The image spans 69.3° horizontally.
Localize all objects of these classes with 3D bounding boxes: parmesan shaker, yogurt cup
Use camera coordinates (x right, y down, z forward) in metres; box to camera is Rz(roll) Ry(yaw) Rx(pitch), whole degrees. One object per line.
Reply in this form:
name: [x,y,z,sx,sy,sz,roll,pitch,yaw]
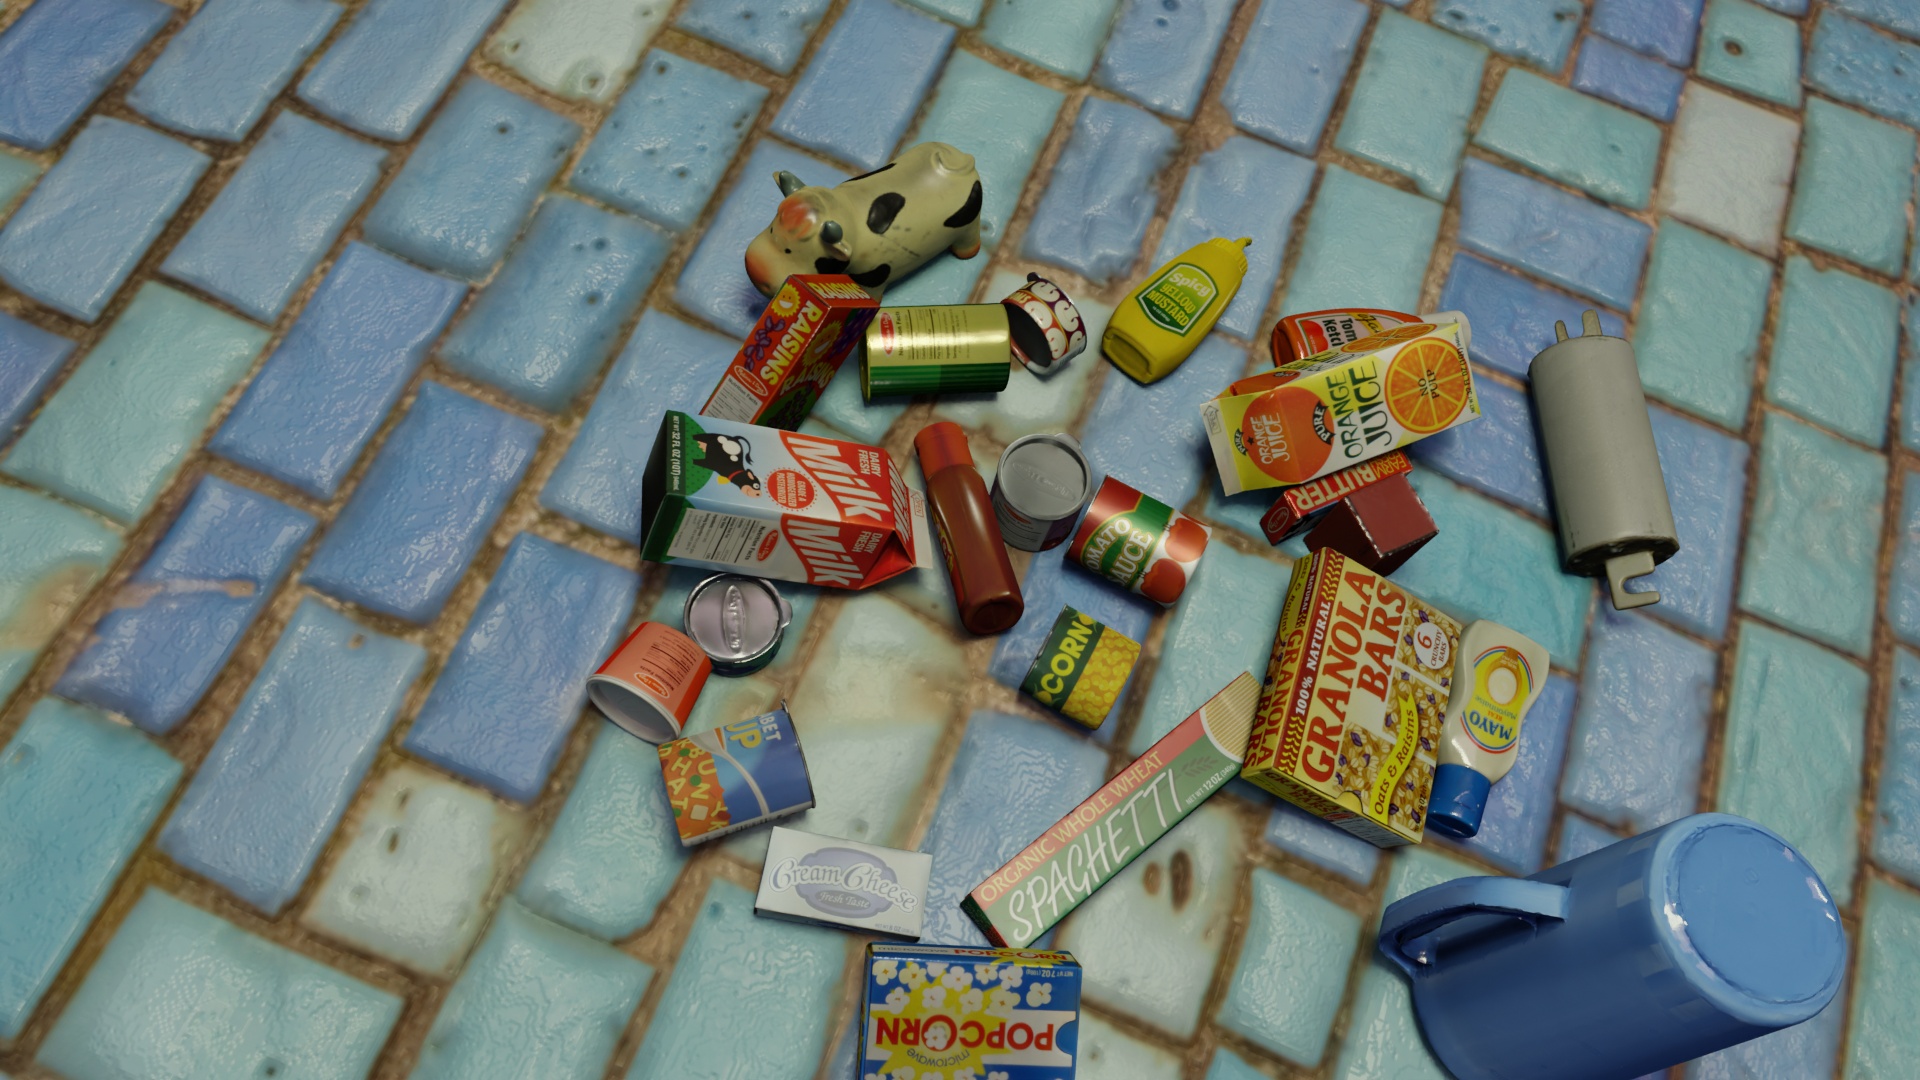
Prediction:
parmesan shaker: [-0.020,-0.135,1.006,0.103,0.071,0.071,-3,67,-10]
yogurt cup: [-0.195,0.089,0.884,0.072,0.072,0.054,27,58,5]

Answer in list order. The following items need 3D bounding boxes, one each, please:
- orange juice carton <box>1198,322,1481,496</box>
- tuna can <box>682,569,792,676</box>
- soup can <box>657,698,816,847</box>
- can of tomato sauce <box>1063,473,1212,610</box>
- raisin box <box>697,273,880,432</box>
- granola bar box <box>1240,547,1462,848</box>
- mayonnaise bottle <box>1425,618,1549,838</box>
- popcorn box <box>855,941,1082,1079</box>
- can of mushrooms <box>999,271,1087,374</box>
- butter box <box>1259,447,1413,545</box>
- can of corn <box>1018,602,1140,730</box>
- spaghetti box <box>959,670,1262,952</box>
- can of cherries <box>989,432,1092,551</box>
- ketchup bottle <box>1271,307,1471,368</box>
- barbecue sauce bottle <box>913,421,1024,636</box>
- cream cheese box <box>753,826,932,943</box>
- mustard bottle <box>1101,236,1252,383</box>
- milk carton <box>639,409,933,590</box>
orange juice carton: [0.267,-0.095,1.000,0.193,0.073,0.071,-20,103,-11]
tuna can: [-0.147,0.055,0.921,0.071,0.032,0.071,3,66,-6]
soup can: [-0.140,0.144,0.863,0.084,0.071,0.071,-15,69,-14]
can of tomato sauce: [0.122,0.002,0.962,0.083,0.071,0.071,27,66,4]
raisin box: [-0.116,-0.122,0.944,0.040,0.086,0.123,41,110,10]
granola bar box: [0.265,0.105,0.931,0.124,0.039,0.166,28,64,-16]
mayonnaise bottle: [0.355,0.130,0.951,0.065,0.041,0.149,26,65,2]
popcorn box: [0.004,0.286,0.821,0.127,0.038,0.085,4,87,-6]
can of mushrooms: [0.058,-0.160,1.026,0.033,0.070,0.071,-36,75,-18]
butter box: [0.272,-0.033,1.007,0.104,0.053,0.024,-22,73,-16]
can of corn: [0.079,0.084,0.918,0.058,0.071,0.071,28,66,4]
spaghetti box: [0.112,0.176,0.904,0.251,0.028,0.050,-34,76,-20]
can of cherries: [0.056,-0.034,0.975,0.071,0.058,0.072,3,65,-6]
ketchup bottle: [0.318,-0.150,1.070,0.149,0.043,0.065,-10,75,-12]
barbecue sauce bottle: [0.003,-0.012,0.957,0.044,0.064,0.149,-16,63,-2]
cream cheese box: [-0.072,0.214,0.865,0.104,0.024,0.053,11,64,-3]
mustard bottle: [0.176,-0.190,1.066,0.065,0.048,0.161,40,67,9]
milk carton: [-0.109,-0.022,0.917,0.191,0.073,0.073,10,49,-22]
